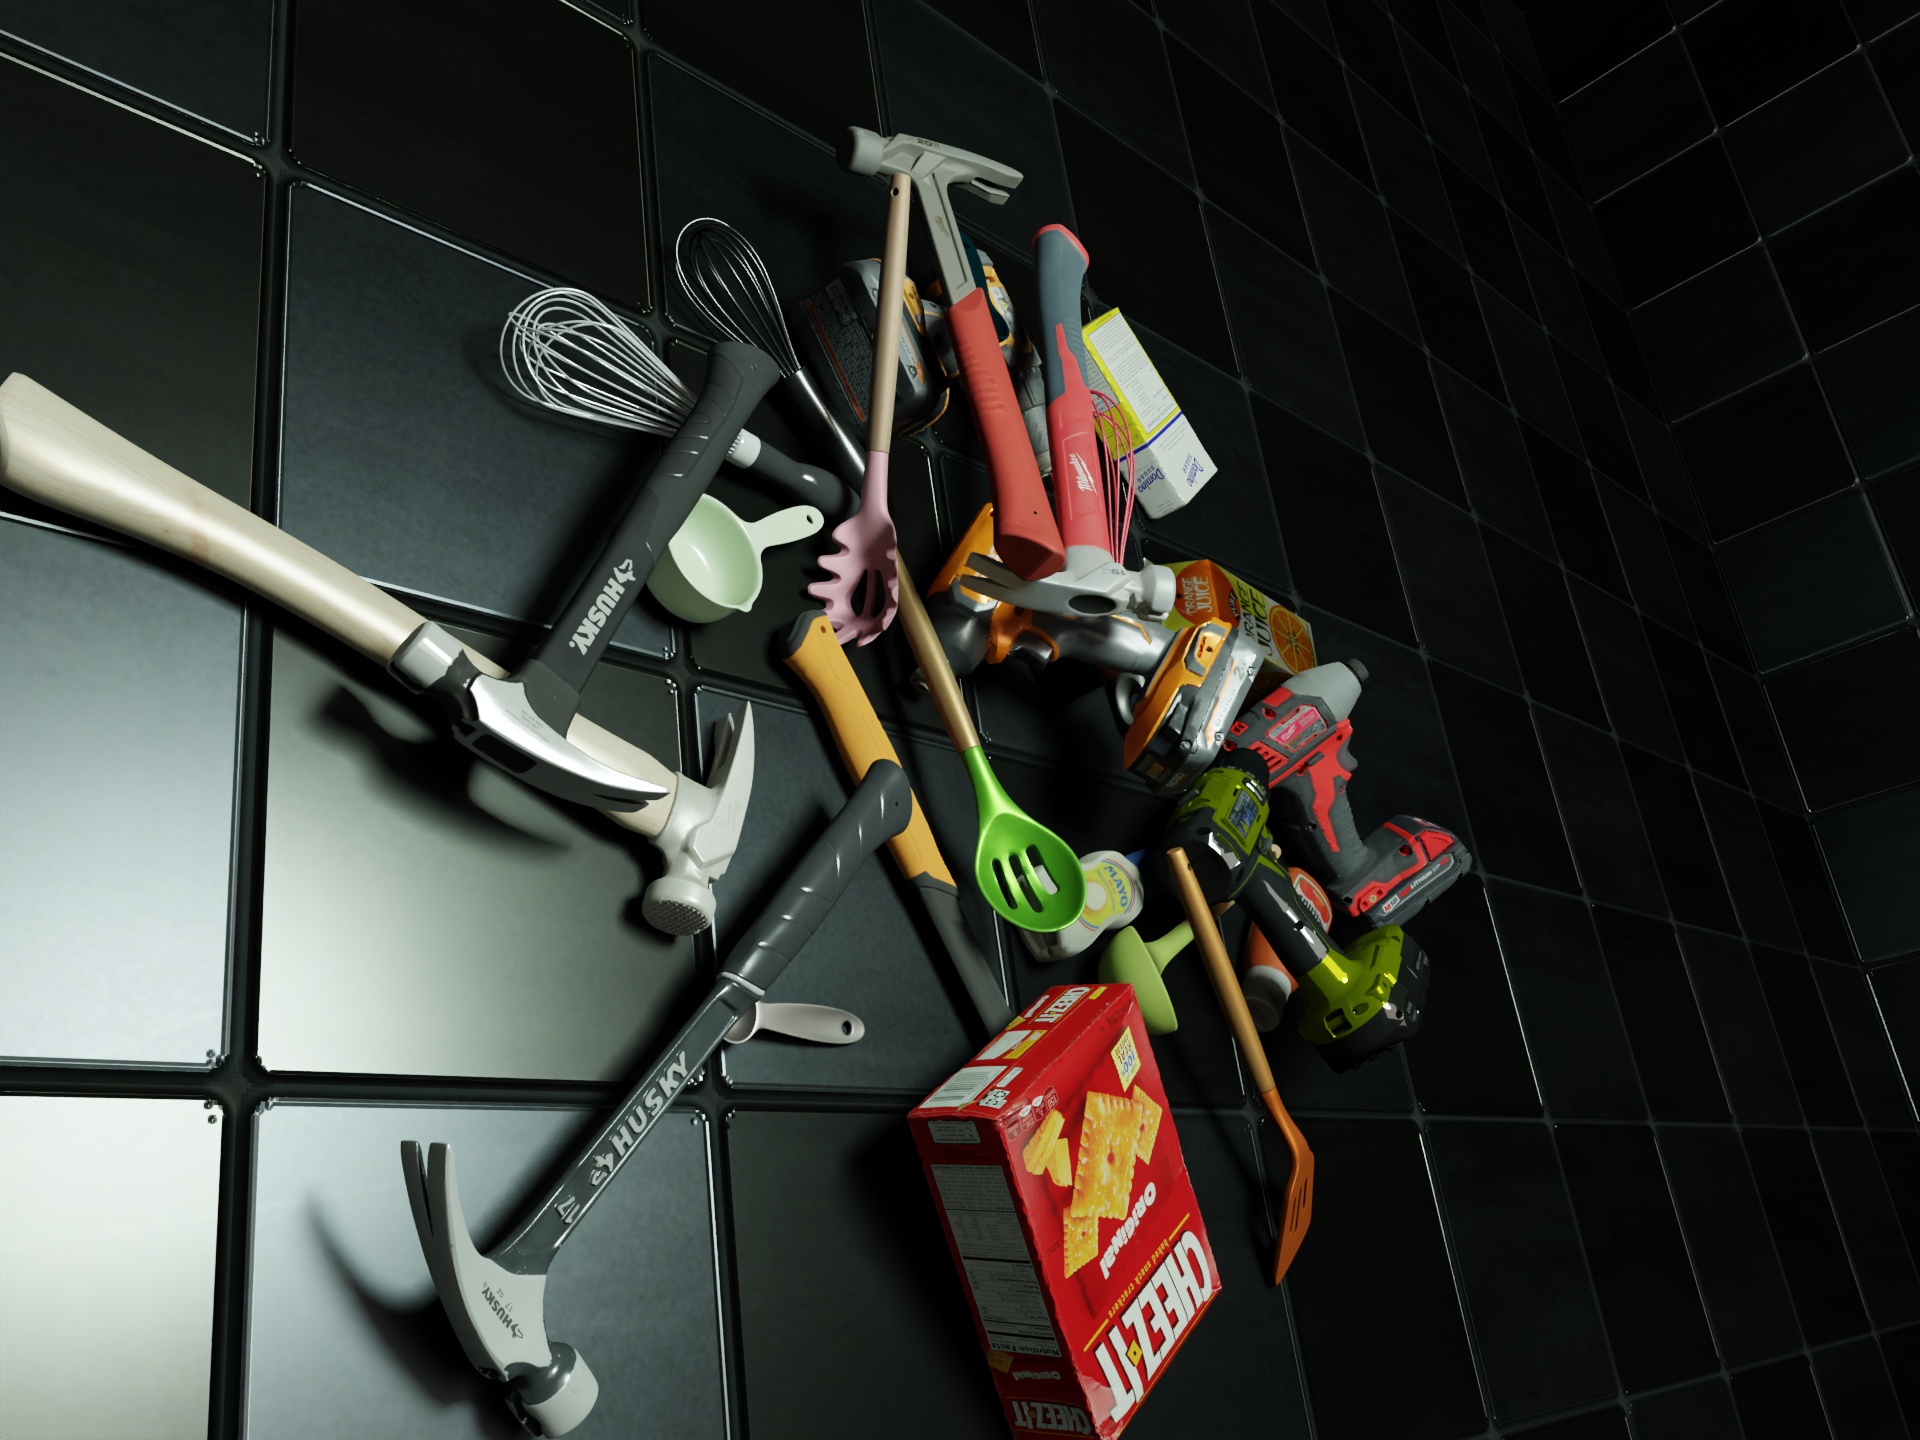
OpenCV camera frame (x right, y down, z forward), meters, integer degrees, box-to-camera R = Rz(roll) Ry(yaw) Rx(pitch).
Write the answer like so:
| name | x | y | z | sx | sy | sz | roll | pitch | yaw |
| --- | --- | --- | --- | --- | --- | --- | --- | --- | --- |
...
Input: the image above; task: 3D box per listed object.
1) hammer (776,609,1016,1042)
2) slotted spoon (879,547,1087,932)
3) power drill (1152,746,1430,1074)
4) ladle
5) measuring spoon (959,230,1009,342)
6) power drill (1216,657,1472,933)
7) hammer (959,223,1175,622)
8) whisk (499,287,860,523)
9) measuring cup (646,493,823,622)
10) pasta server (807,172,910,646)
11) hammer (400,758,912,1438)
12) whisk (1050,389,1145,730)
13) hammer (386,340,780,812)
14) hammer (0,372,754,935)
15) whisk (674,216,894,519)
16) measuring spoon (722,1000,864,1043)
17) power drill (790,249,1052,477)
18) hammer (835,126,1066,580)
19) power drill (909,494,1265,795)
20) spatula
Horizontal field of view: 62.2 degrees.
| name | x | y | z | sx | sy | sz | roll | pitch | yaw |
| --- | --- | --- | --- | --- | --- | --- | --- | --- | --- |
| hammer | -0.023 | 0.082 | 1.012 | 0.127 | 0.034 | 0.337 | -26 | 89 | -51 |
| slotted spoon | -0.002 | -0.003 | 1.040 | 0.070 | 0.031 | 0.314 | -17 | 73 | -22 |
| power drill | 0.249 | 0.131 | 1.195 | 0.228 | 0.080 | 0.190 | 49 | 31 | -3 |
| ladle | 0.190 | 0.148 | 1.201 | 0.320 | 0.062 | 0.078 | -27 | 95 | -55 |
| measuring spoon | 0.007 | -0.318 | 1.175 | 0.042 | 0.021 | 0.129 | 22 | 40 | -34 |
| power drill | 0.325 | 0.060 | 1.339 | 0.219 | 0.143 | 0.078 | 52 | -3 | -14 |
| hammer | 0.064 | -0.233 | 1.158 | 0.143 | 0.038 | 0.387 | 7 | 52 | -13 |
| whisk | -0.161 | -0.185 | 0.995 | 0.284 | 0.070 | 0.070 | 24 | 52 | -44 |
| measuring cup | -0.140 | -0.107 | 0.992 | 0.083 | 0.038 | 0.167 | 62 | 30 | -3 |
| pasta server | -0.055 | -0.204 | 1.045 | 0.040 | 0.060 | 0.316 | 8 | 87 | -71 |
| hammer | -0.126 | 0.145 | 0.815 | 0.409 | 0.036 | 0.149 | -53 | 128 | -47 |
| whisk | 0.120 | -0.132 | 1.281 | 0.073 | 0.073 | 0.296 | 7 | 69 | -47 |
| hammer | -0.170 | -0.099 | 0.875 | 0.146 | 0.035 | 0.335 | 42 | 46 | -23 |
| hammer | -0.274 | -0.044 | 0.798 | 0.410 | 0.038 | 0.146 | 36 | 44 | -30 |
| whisk | -0.116 | -0.232 | 1.082 | 0.238 | 0.055 | 0.055 | 56 | 39 | -16 |
| measuring spoon | -0.099 | 0.169 | 0.895 | 0.124 | 0.018 | 0.034 | 22 | 61 | -49 |
| power drill | -0.009 | -0.259 | 1.193 | 0.226 | 0.084 | 0.185 | -26 | 91 | -56 |
| hammer | 0.018 | -0.254 | 1.085 | 0.149 | 0.036 | 0.359 | 3 | 60 | -35 |
| power drill | 0.080 | -0.042 | 1.109 | 0.226 | 0.084 | 0.164 | 31 | 63 | 1 |
| spatula | 0.199 | 0.240 | 1.125 | 0.081 | 0.041 | 0.322 | -33 | 104 | -55 |
